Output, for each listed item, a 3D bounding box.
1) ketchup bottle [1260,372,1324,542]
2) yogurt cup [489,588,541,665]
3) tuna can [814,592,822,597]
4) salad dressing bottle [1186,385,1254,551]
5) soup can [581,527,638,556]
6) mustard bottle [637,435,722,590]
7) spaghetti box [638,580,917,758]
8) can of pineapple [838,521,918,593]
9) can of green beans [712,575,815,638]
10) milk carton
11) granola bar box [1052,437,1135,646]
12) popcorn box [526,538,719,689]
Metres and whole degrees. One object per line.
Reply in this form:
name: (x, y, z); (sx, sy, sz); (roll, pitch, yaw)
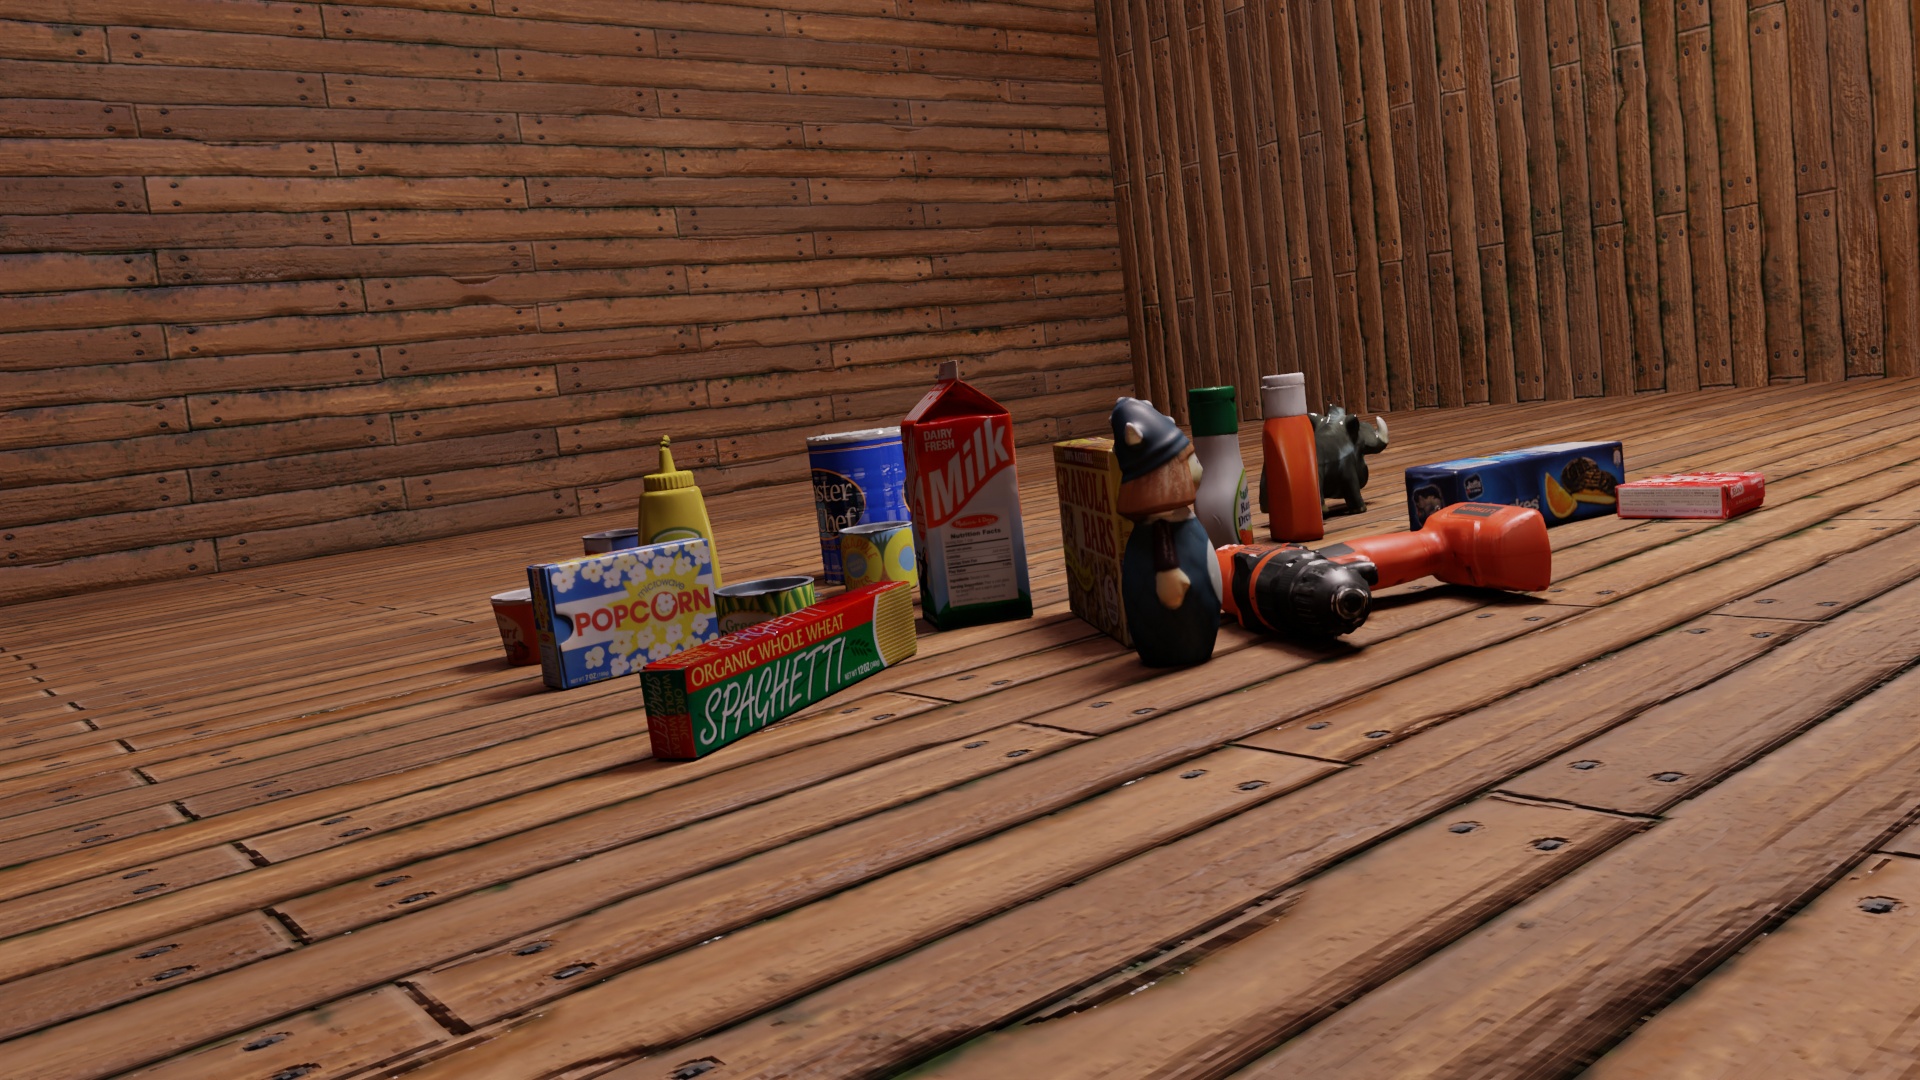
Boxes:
ketchup bottle: (0.295, -0.075, 1.247); (0.043, 0.148, 0.065); (-7, 6, -6)
yogurt cup: (-0.325, 0.065, 1.075); (0.072, 0.054, 0.072); (-7, 6, 1)
tuna can: (-0.136, 0.058, 1.029); (0.071, 0.032, 0.071); (-7, 6, 1)
salad dressing bottle: (0.207, -0.049, 1.110); (0.044, 0.147, 0.064); (-4, 6, 25)
soup can: (-0.279, 0.033, 1.179); (0.071, 0.083, 0.071); (-7, 6, 1)
mustard bottle: (-0.230, -0.004, 1.116); (0.065, 0.160, 0.049); (-8, 6, -14)
spaghetti box: (-0.095, 0.069, 0.809); (0.028, 0.050, 0.251); (-4, 7, 26)
can of pineapple: (-0.074, 0.016, 1.235); (0.071, 0.057, 0.071); (-7, 6, 1)
can of green beans: (-0.126, 0.057, 0.913); (0.071, 0.057, 0.071); (-7, 6, 1)
milk carton: (0.001, -0.036, 1.021); (0.073, 0.190, 0.072); (-8, 6, -11)
granola bar box: (0.102, -0.004, 0.925); (0.039, 0.124, 0.165); (-7, 6, -7)
popcorn box: (-0.234, 0.049, 0.979); (0.127, 0.085, 0.038); (-12, 8, -39)
